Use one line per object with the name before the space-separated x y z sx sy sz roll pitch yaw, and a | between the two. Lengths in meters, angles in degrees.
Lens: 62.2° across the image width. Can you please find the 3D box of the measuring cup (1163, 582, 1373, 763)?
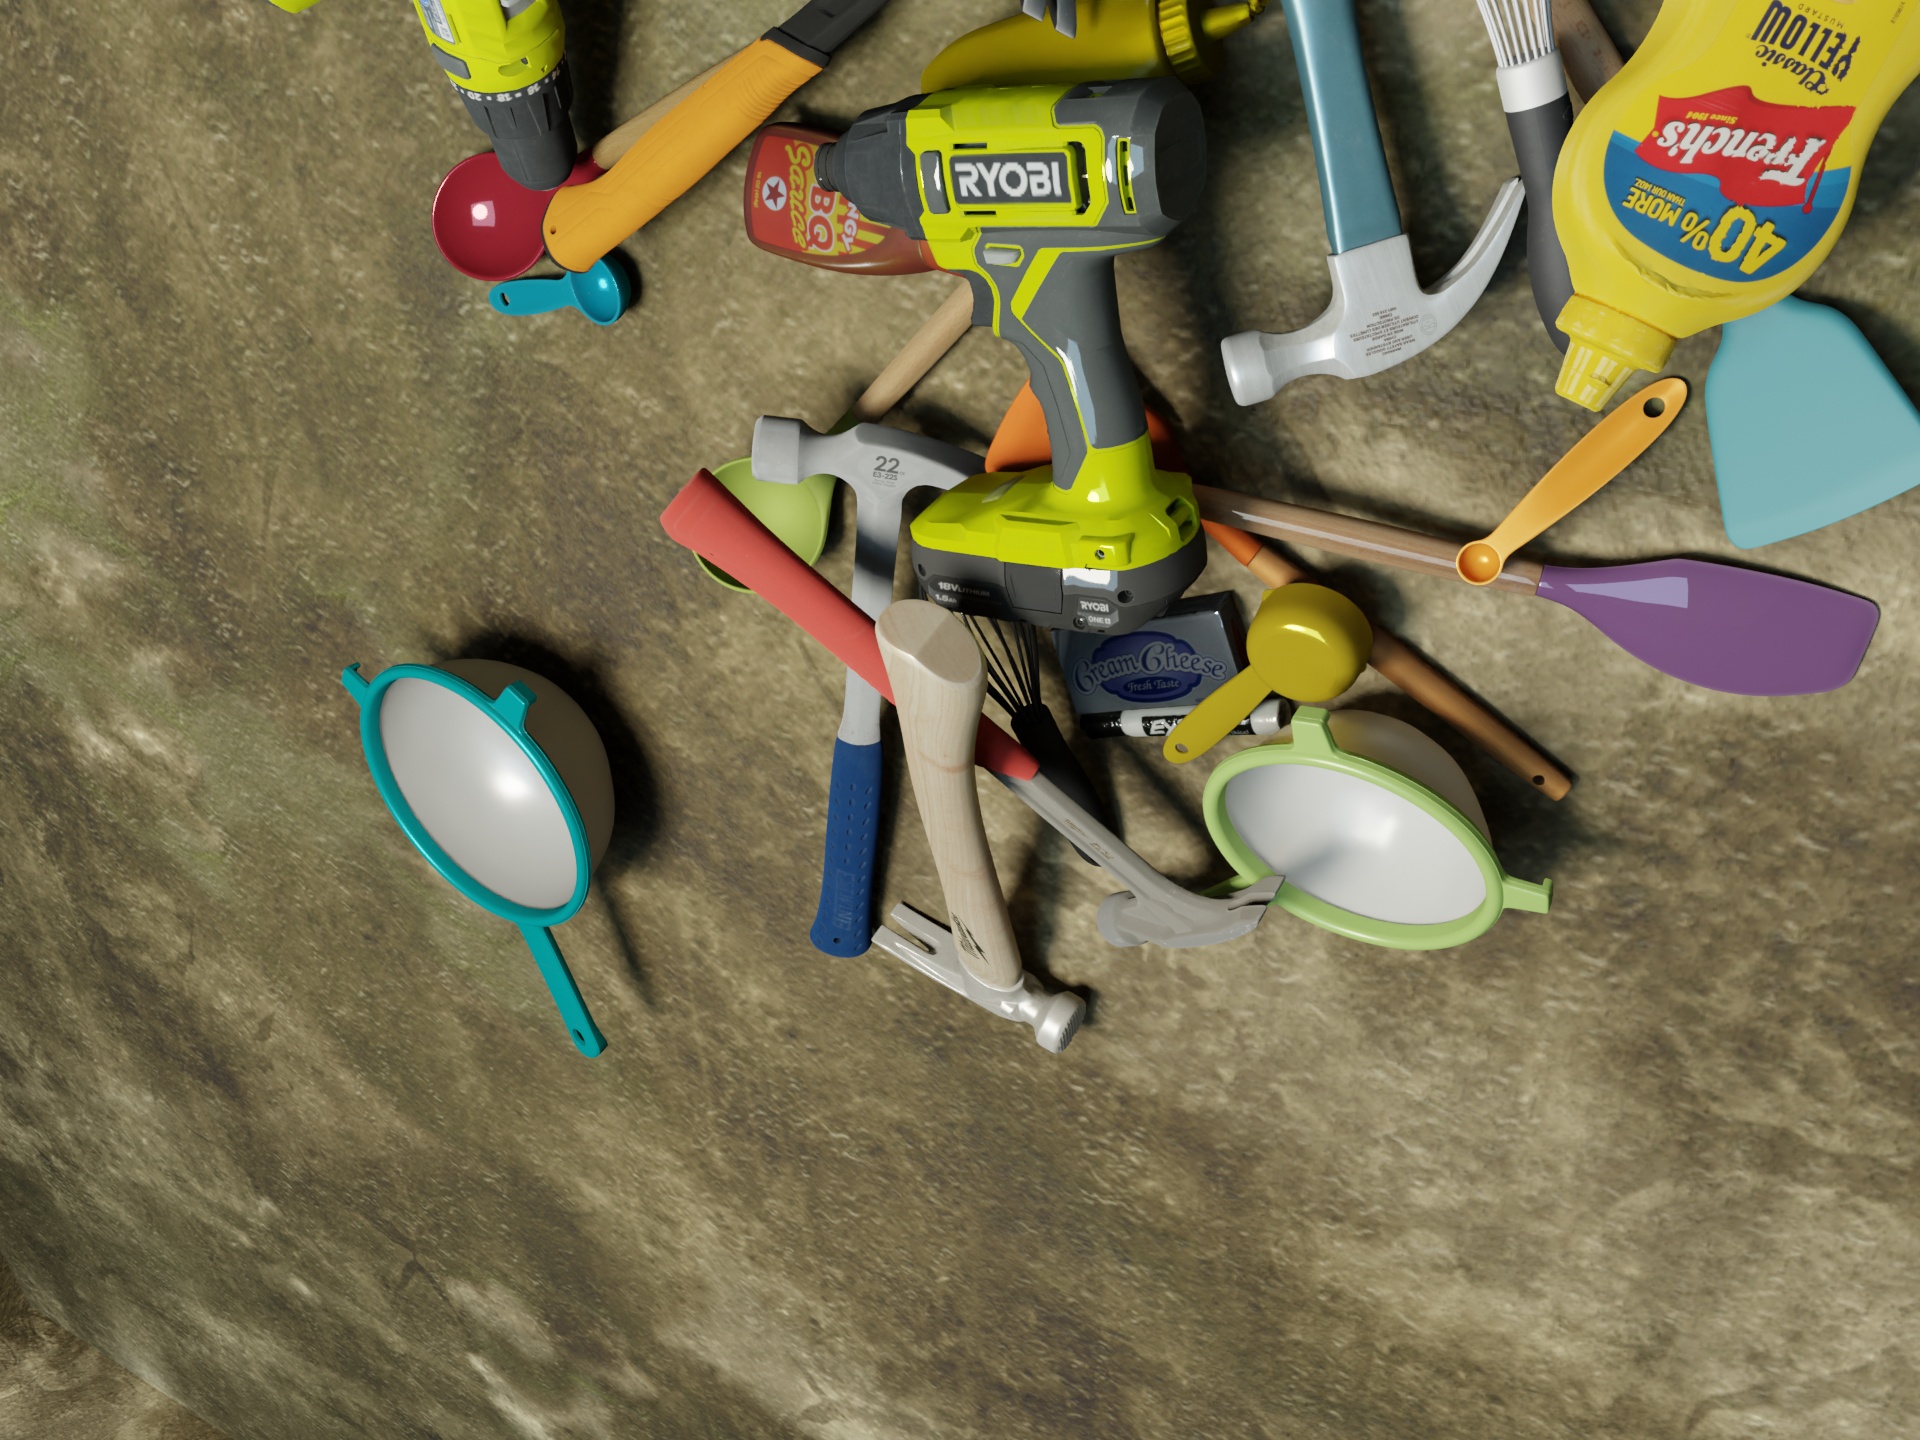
measuring cup | 0.141 -0.010 0.785 0.062 0.029 0.156 38 139 -3

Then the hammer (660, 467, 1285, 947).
hammer | -0.001 -0.003 0.819 0.359 0.037 0.149 40 155 -10

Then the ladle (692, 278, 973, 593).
ladle | -0.041 -0.169 0.823 0.078 0.062 0.320 47 132 -6

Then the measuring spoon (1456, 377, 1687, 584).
measuring spoon | 0.258 -0.101 0.673 0.021 0.011 0.117 47 113 5

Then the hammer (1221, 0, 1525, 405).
hammer | 0.131 -0.297 0.608 0.128 0.033 0.330 -14 108 10

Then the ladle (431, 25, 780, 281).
ladle | -0.174 -0.309 0.839 0.315 0.031 0.069 -13 107 37

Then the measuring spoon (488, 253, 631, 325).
measuring spoon | -0.233 -0.252 0.929 0.129 0.021 0.042 8 124 41

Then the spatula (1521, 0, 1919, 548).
spatula | 0.253 -0.214 0.596 0.317 0.044 0.082 54 142 -7

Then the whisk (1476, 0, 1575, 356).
whisk | 0.196 -0.259 0.562 0.070 0.070 0.284 -4 121 36

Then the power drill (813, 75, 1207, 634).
power drill | 0.025 -0.158 0.691 0.171 0.080 0.223 10 126 31

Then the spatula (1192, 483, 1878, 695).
spatula | 0.231 -0.067 0.709 0.316 0.018 0.059 16 127 15

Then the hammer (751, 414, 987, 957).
hammer | -0.053 0.003 0.939 0.144 0.035 0.405 7 133 -2

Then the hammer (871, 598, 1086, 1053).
hammer | -0.009 0.063 0.862 0.146 0.038 0.410 27 155 22

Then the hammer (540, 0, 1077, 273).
hammer | -0.090 -0.293 0.741 0.337 0.034 0.127 -22 77 39

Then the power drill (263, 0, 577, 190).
power drill | -0.286 -0.381 0.795 0.229 0.080 0.190 35 157 21

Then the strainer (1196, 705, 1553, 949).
strainer | 0.182 0.060 0.830 0.151 0.069 0.256 36 152 -6

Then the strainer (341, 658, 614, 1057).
strainer | -0.298 0.089 1.150 0.211 0.095 0.340 6 125 35

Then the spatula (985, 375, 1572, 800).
spatula | 0.159 -0.061 0.768 0.322 0.041 0.081 38 128 5

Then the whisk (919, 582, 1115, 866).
whisk | 0.041 -0.002 0.863 0.055 0.055 0.238 1 136 34
